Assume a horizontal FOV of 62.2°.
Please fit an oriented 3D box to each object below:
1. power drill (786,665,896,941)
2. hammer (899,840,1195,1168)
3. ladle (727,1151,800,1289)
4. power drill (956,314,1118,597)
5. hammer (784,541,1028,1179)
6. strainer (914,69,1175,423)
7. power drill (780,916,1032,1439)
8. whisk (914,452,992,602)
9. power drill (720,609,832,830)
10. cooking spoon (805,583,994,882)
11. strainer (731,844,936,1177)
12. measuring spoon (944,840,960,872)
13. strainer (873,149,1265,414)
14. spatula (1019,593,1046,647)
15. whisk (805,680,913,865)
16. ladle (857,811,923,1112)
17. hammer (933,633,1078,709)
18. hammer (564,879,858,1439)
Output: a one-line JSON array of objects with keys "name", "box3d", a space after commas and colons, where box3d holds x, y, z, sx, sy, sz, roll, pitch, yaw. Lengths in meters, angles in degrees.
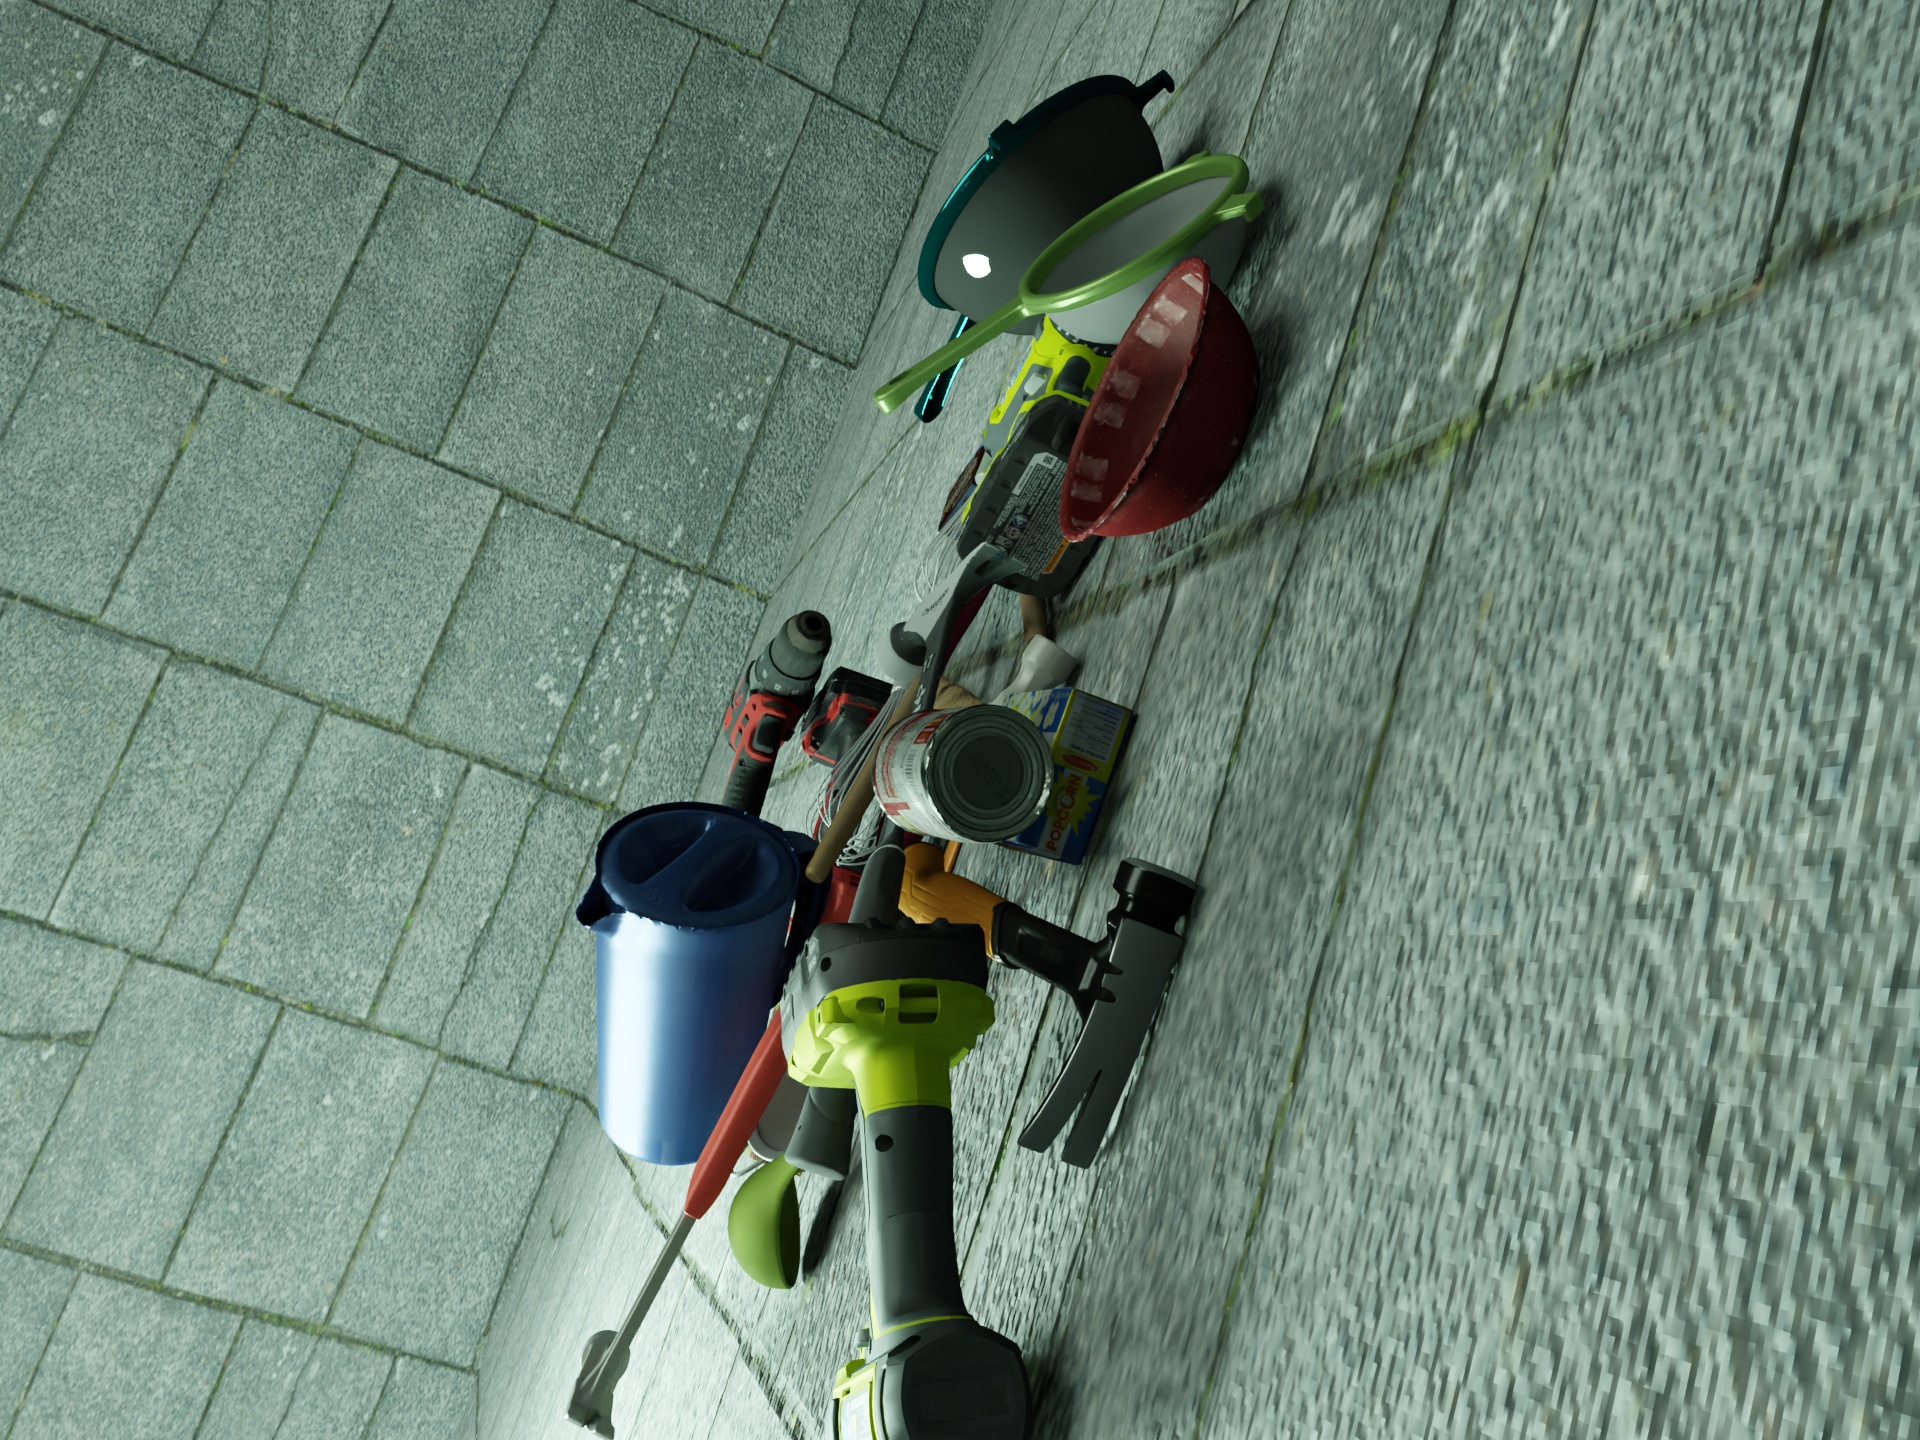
[{"name": "power drill", "box3d": [-0.104, 0.080, 1.314, 0.143, 0.078, 0.220, 132, 154, -58]}, {"name": "hammer", "box3d": [0.015, 0.111, 0.797, 0.127, 0.034, 0.337, -68, 17, -4]}, {"name": "ladle", "box3d": [-0.051, 0.225, 0.949, 0.320, 0.062, 0.078, -54, 17, 25]}, {"name": "power drill", "box3d": [0.070, -0.208, 1.062, 0.229, 0.080, 0.190, -79, 17, -49]}, {"name": "hammer", "box3d": [-0.036, 0.065, 0.896, 0.149, 0.036, 0.409, -45, 25, 45]}, {"name": "strainer", "box3d": [0.054, -0.318, 1.202, 0.211, 0.095, 0.340, -33, -14, -37]}, {"name": "power drill", "box3d": [-0.030, 0.212, 0.682, 0.171, 0.080, 0.223, 119, 149, -57]}, {"name": "whisk", "box3d": [0.020, -0.189, 1.305, 0.059, 0.058, 0.246, 70, -143, -61]}, {"name": "power drill", "box3d": [-0.162, 0.033, 1.295, 0.187, 0.080, 0.227, 128, 157, -52]}, {"name": "cooking spoon", "box3d": [-0.030, -0.016, 1.114, 0.319, 0.017, 0.068, -61, 1, -32]}, {"name": "strainer", "box3d": [-0.076, 0.199, 1.075, 0.087, 0.050, 0.258, 30, 93, 49]}, {"name": "measuring spoon", "box3d": [-0.005, 0.071, 1.047, 0.021, 0.011, 0.117, 158, 133, -73]}, {"name": "strainer", "box3d": [0.070, -0.239, 0.955, 0.256, 0.069, 0.152, -31, 27, 12]}, {"name": "spatula", "box3d": [0.050, -0.130, 1.142, 0.316, 0.018, 0.059, -89, 22, -59]}, {"name": "whisk", "box3d": [-0.051, 0.000, 1.265, 0.070, 0.070, 0.285, -52, 14, 51]}, {"name": "ladle", "box3d": [-0.044, 0.126, 0.988, 0.069, 0.031, 0.316, -36, 22, 25]}, {"name": "hammer", "box3d": [-0.002, -0.003, 1.085, 0.130, 0.031, 0.331, -55, 10, -1]}, {"name": "hammer", "box3d": [-0.147, 0.268, 1.010, 0.359, 0.036, 0.149, -62, 5, -12]}]
